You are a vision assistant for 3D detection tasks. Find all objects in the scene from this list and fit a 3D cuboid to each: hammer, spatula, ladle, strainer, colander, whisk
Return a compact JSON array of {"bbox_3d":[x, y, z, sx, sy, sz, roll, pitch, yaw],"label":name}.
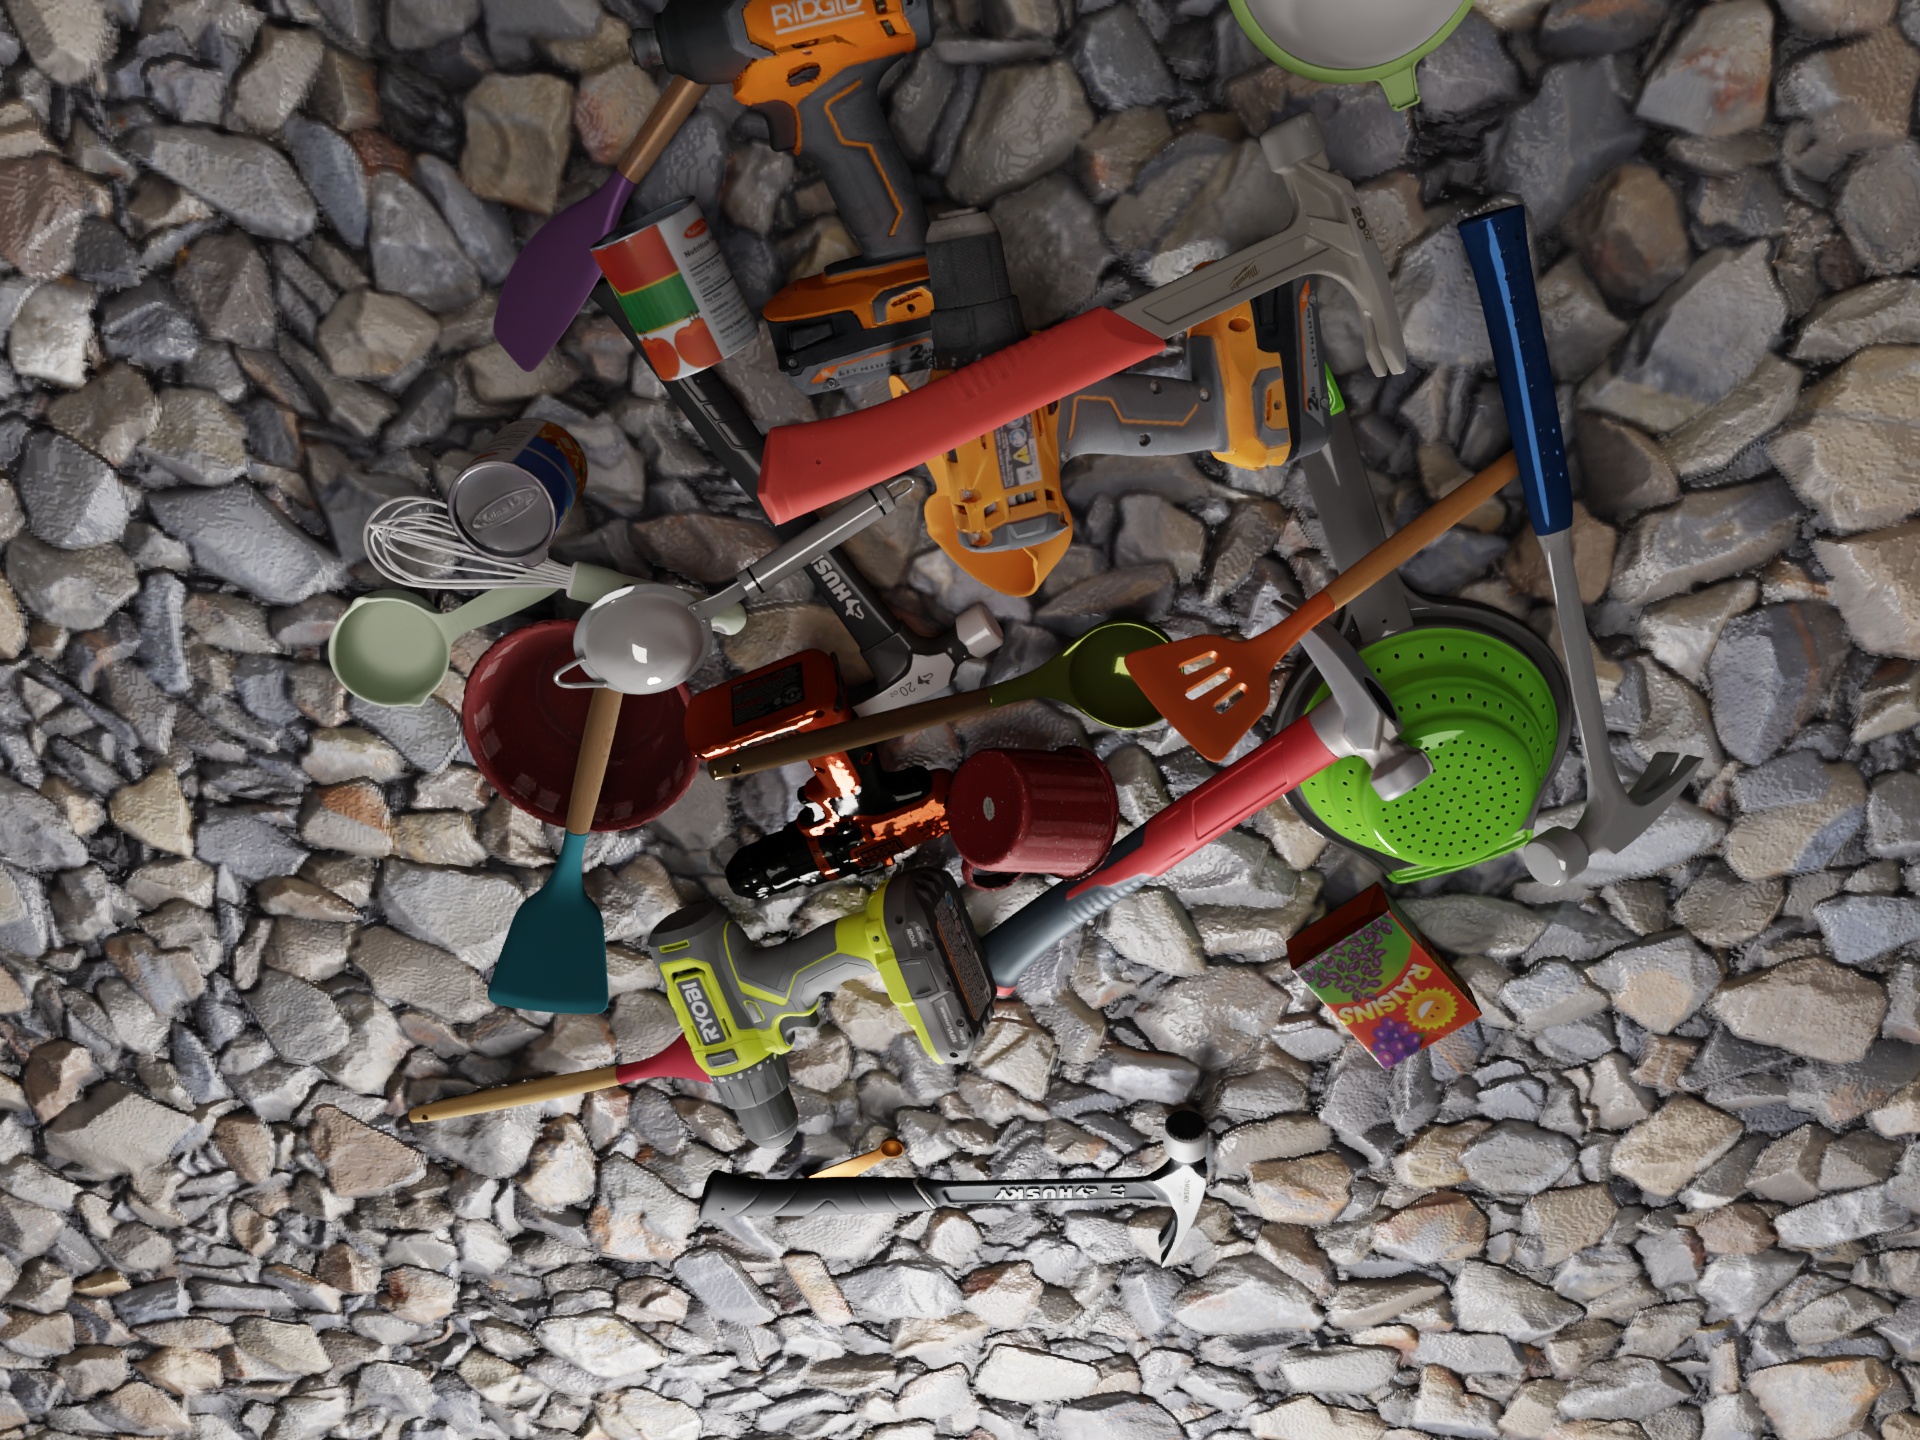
[{"bbox_3d":[0.123,0.073,1.080,0.386,0.038,0.143,-39,83,34],"label":"hammer"},{"bbox_3d":[-0.179,-0.336,0.916,0.316,0.018,0.060,-47,72,20],"label":"spatula"},{"bbox_3d":[-0.122,-0.141,1.014,0.146,0.035,0.334,-30,113,16],"label":"hammer"},{"bbox_3d":[0.238,-0.087,0.944,0.322,0.041,0.081,-36,74,-14],"label":"spatula"},{"bbox_3d":[-0.002,-0.003,0.998,0.320,0.062,0.078,-15,118,-24],"label":"ladle"},{"bbox_3d":[-0.137,-0.080,0.984,0.258,0.050,0.086,-33,134,-1],"label":"strainer"},{"bbox_3d":[-0.007,0.382,1.280,0.409,0.036,0.149,-2,121,1],"label":"hammer"},{"bbox_3d":[-0.248,0.057,1.055,0.082,0.044,0.317,10,117,-17],"label":"spatula"},{"bbox_3d":[0.368,-0.108,0.972,0.144,0.035,0.405,-25,107,-25],"label":"hammer"},{"bbox_3d":[0.282,-0.038,1.020,0.204,0.095,0.396,-20,116,12],"label":"colander"},{"bbox_3d":[0.062,-0.183,0.839,0.359,0.037,0.149,-27,103,-10],"label":"hammer"},{"bbox_3d":[-0.259,-0.094,1.031,0.246,0.058,0.059,13,76,-14],"label":"whisk"},{"bbox_3d":[0.165,-0.428,0.831,0.256,0.069,0.151,16,117,-8],"label":"strainer"},{"bbox_3d":[-0.292,0.281,1.251,0.315,0.031,0.069,-14,114,11],"label":"ladle"}]

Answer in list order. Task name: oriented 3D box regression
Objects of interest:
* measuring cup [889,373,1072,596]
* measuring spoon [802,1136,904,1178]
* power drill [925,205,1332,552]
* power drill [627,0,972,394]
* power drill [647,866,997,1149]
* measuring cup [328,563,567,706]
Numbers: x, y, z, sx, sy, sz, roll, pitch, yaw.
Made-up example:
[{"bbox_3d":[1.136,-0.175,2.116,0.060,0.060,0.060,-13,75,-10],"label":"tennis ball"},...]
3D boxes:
[{"bbox_3d":[0.010,-0.153,0.962,0.052,0.095,0.173,-49,132,-21],"label":"measuring cup"},{"bbox_3d":[-0.095,0.364,1.298,0.117,0.011,0.021,-29,119,20],"label":"measuring spoon"},{"bbox_3d":[0.088,-0.209,0.900,0.226,0.084,0.185,-16,108,-16],"label":"power drill"},{"bbox_3d":[-0.082,-0.305,0.888,0.164,0.084,0.226,-13,117,-1],"label":"power drill"},{"bbox_3d":[-0.096,0.208,1.149,0.228,0.080,0.190,-17,103,19],"label":"power drill"},{"bbox_3d":[-0.339,-0.070,1.066,0.167,0.038,0.083,-25,114,-4],"label":"measuring cup"}]
